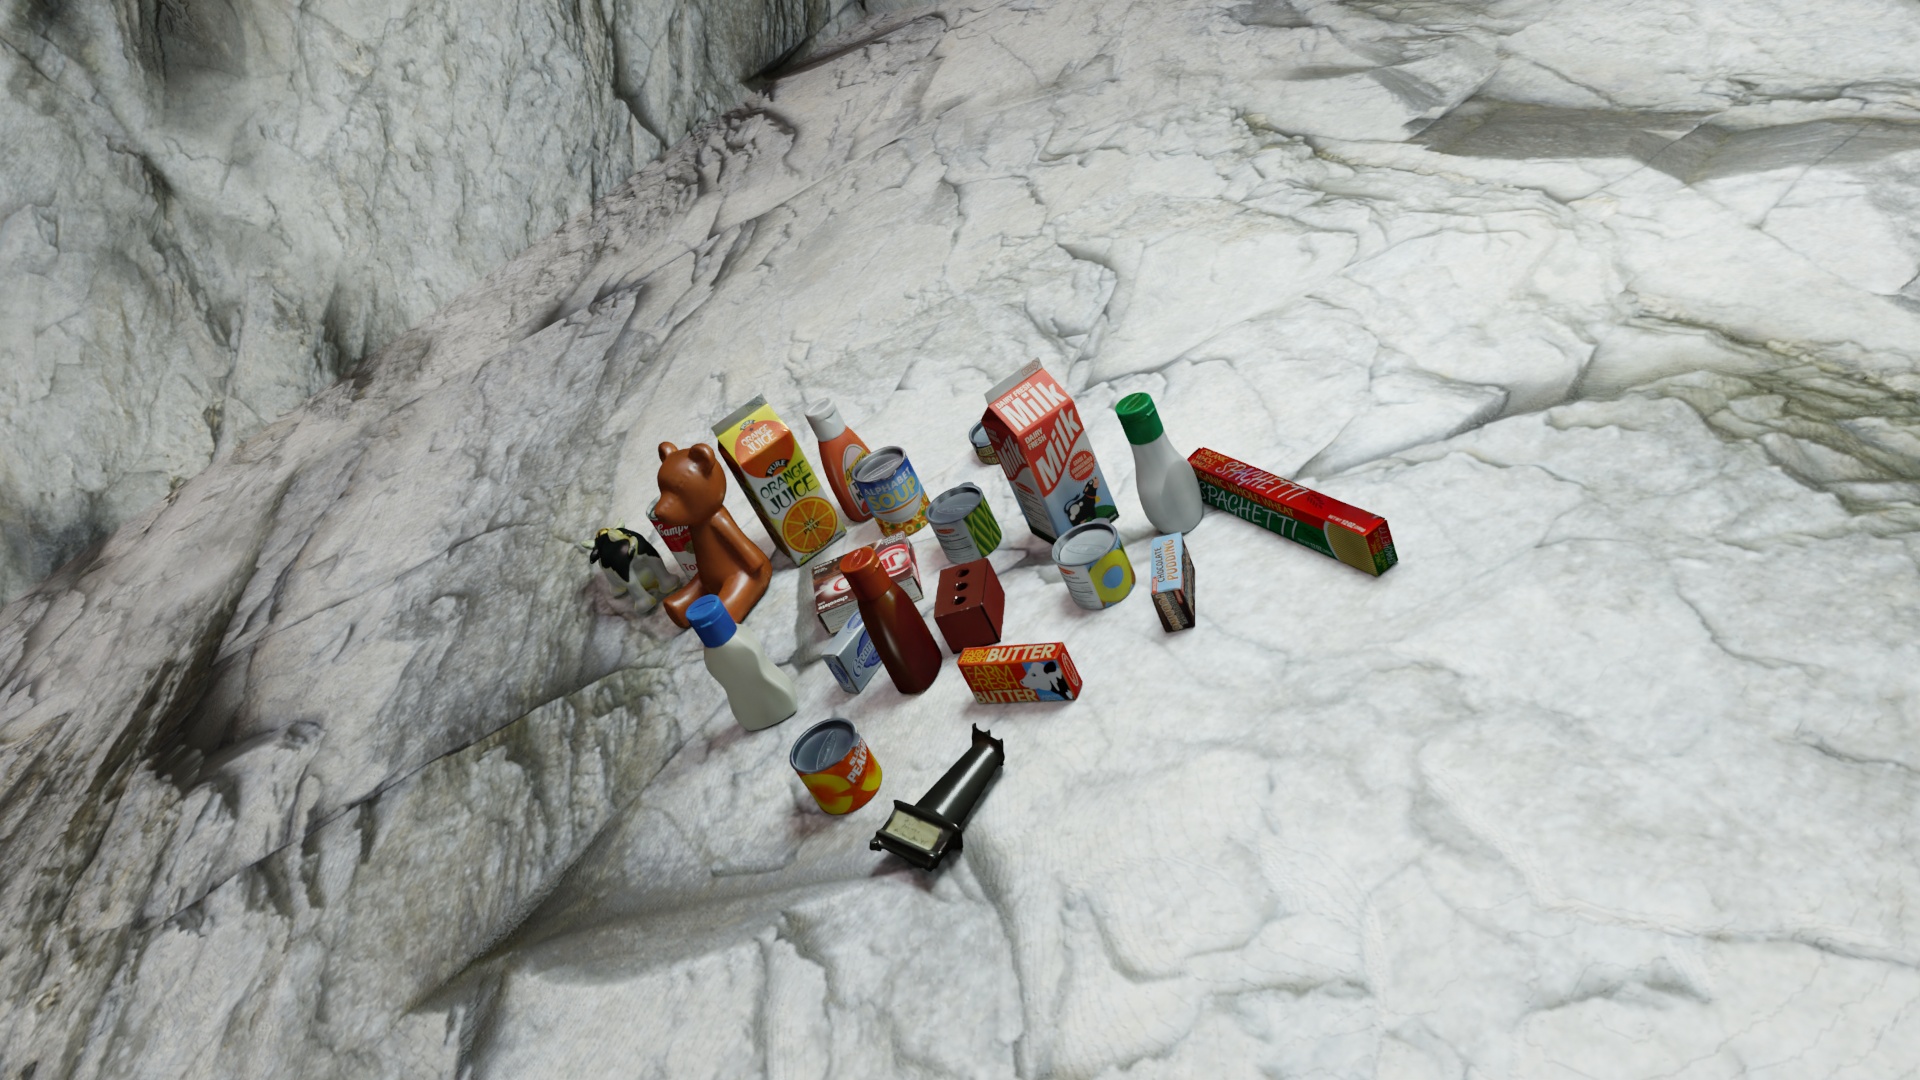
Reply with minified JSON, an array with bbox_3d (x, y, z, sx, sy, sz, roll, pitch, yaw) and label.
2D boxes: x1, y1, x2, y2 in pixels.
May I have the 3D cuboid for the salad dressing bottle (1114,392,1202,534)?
[{"bbox_3d":[0.190,-0.074,1.339,0.044,0.147,0.064,14,50,47],"label":"salad dressing bottle"}]

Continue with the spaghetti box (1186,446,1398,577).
[{"bbox_3d":[0.300,-0.031,1.290,0.029,0.050,0.250,-36,33,-15],"label":"spaghetti box"}]

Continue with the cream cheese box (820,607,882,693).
[{"bbox_3d":[-0.093,0.098,1.383,0.024,0.053,0.104,2,42,39],"label":"cream cheese box"}]

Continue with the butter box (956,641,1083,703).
[{"bbox_3d":[0.052,0.119,1.247,0.103,0.053,0.024,-6,37,30],"label":"butter box"}]

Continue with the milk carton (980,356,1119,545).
[{"bbox_3d":[0.084,-0.088,1.396,0.072,0.189,0.073,-36,33,-15],"label":"milk carton"}]

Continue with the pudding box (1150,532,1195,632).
[{"bbox_3d":[0.194,0.037,1.267,0.030,0.049,0.084,-14,33,19],"label":"pudding box"}]

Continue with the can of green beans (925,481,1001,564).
[{"bbox_3d":[0.004,-0.017,1.477,0.071,0.057,0.071,-19,32,12],"label":"can of green beans"}]

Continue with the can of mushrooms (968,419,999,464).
[{"bbox_3d":[0.044,-0.119,1.620,0.071,0.033,0.071,-19,32,12],"label":"can of mushrooms"}]

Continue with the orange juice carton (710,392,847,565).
[{"bbox_3d":[-0.212,-0.072,1.585,0.072,0.192,0.073,-36,33,-15],"label":"orange juice carton"}]

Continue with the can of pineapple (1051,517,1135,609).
[{"bbox_3d":[0.129,0.023,1.327,0.071,0.057,0.071,-19,32,12],"label":"can of pineapple"}]

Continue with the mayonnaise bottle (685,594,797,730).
[{"bbox_3d":[-0.216,0.118,1.353,0.065,0.147,0.041,-23,32,7],"label":"mayonnaise bottle"}]

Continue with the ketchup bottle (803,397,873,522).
[{"bbox_3d":[-0.133,-0.096,1.605,0.043,0.148,0.065,14,50,47],"label":"ketchup bottle"}]

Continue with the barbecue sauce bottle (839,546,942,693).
[{"bbox_3d":[-0.066,0.073,1.310,0.043,0.148,0.065,-9,35,26],"label":"barbecue sauce bottle"}]

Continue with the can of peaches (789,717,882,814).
[{"bbox_3d":[-0.108,0.201,1.239,0.071,0.058,0.071,-19,32,12],"label":"can of peaches"}]

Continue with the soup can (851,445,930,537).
[{"bbox_3d":[-0.075,-0.053,1.561,0.071,0.083,0.072,-19,32,13],"label":"soup can"}]
